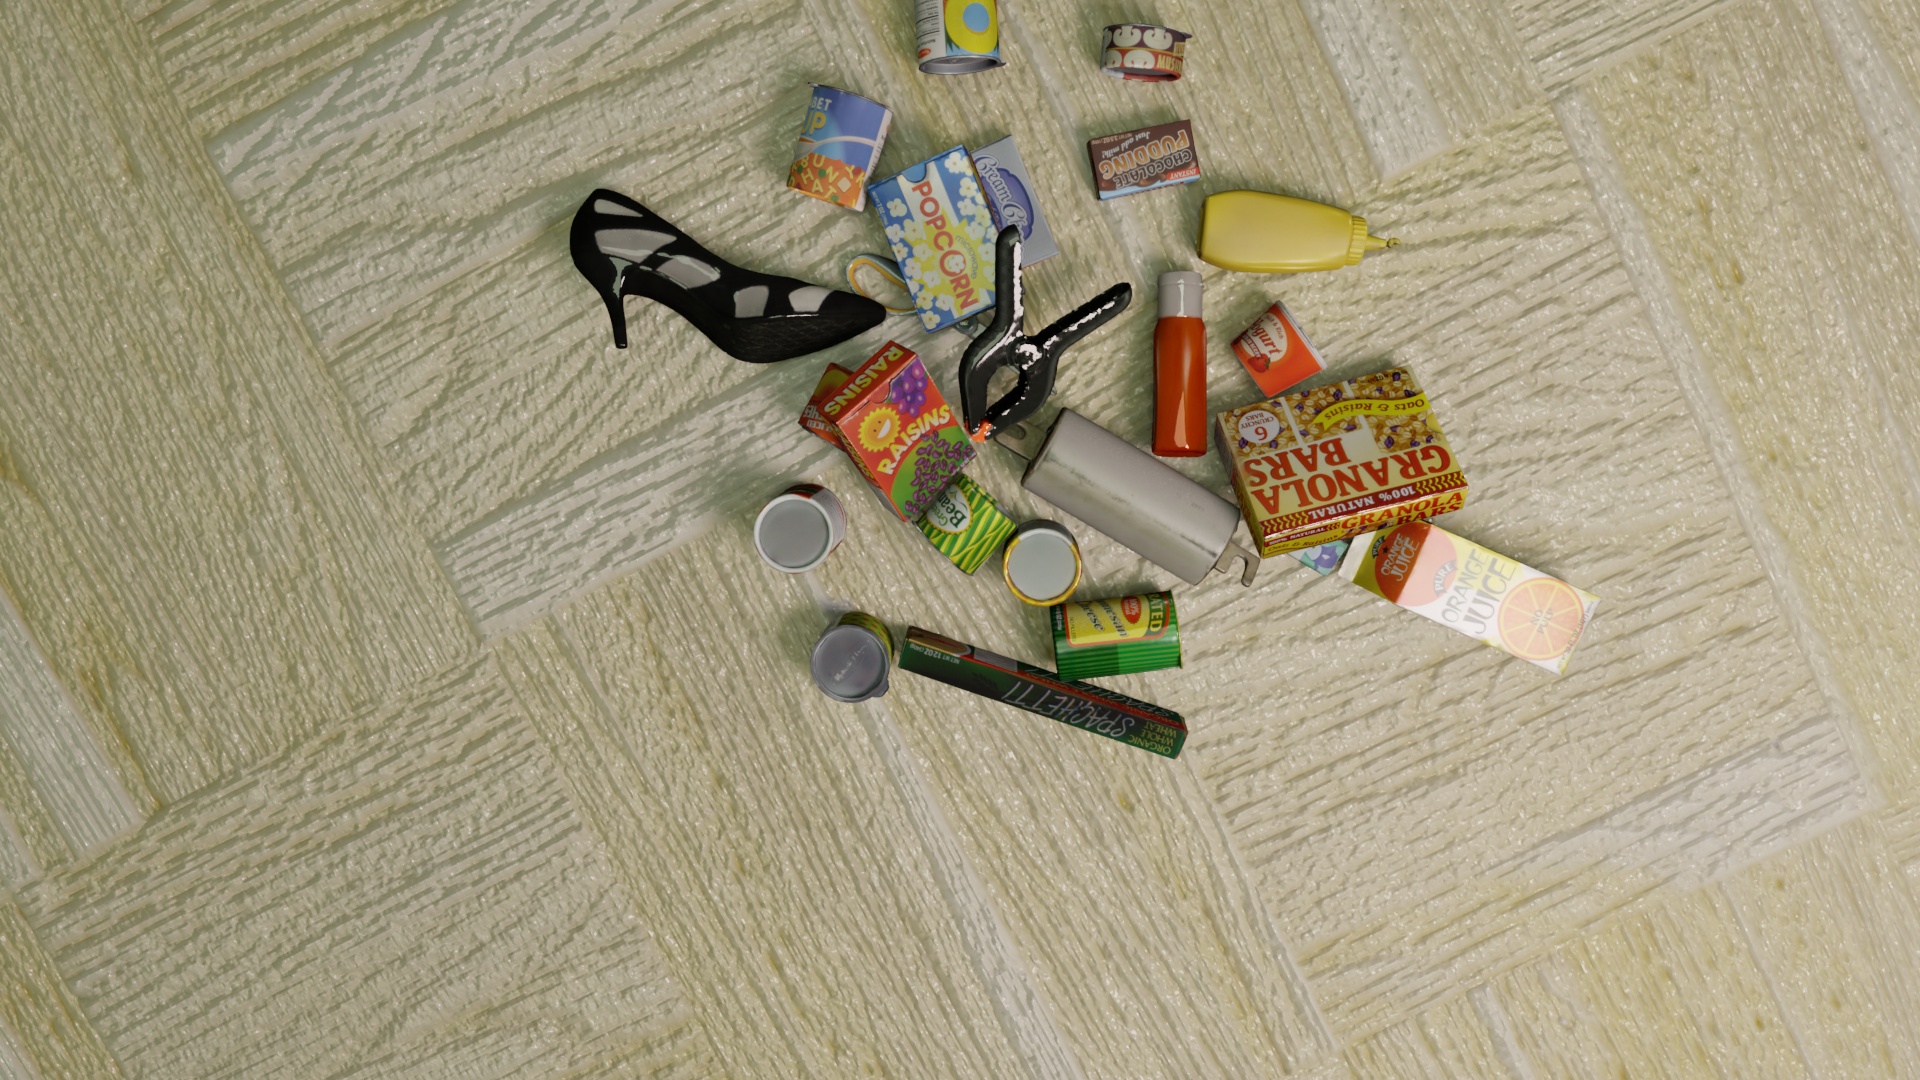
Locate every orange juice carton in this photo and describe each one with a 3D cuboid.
[{"bbox_3d":[0.410,0.035,1.138,0.193,0.073,0.071,23,98,-1],"label":"orange juice carton"}]

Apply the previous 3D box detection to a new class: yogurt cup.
[{"bbox_3d":[0.256,-0.153,1.125,0.054,0.072,0.072,-35,95,14],"label":"yogurt cup"}]

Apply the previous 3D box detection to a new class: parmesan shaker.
[{"bbox_3d":[0.128,0.081,1.155,0.103,0.071,0.071,-7,97,3],"label":"parmesan shaker"}]

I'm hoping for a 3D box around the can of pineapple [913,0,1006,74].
[{"bbox_3d":[-0.001,-0.405,1.100,0.071,0.071,0.057,-4,97,3],"label":"can of pineapple"}]

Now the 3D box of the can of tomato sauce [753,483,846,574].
[{"bbox_3d":[-0.133,-0.009,1.146,0.071,0.083,0.071,0,97,2],"label":"can of tomato sauce"}]

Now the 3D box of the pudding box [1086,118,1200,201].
[{"bbox_3d":[0.148,-0.307,1.125,0.084,0.030,0.049,-11,98,4],"label":"pudding box"}]

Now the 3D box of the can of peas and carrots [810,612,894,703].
[{"bbox_3d":[-0.088,0.099,1.171,0.071,0.059,0.071,0,98,2],"label":"can of peas and carrots"}]

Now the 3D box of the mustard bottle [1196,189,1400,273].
[{"bbox_3d":[0.273,-0.245,1.119,0.160,0.049,0.065,6,98,0],"label":"mustard bottle"}]

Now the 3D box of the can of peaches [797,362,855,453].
[{"bbox_3d":[-0.092,-0.107,1.139,0.071,0.071,0.058,29,97,-2],"label":"can of peaches"}]

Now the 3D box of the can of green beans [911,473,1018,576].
[{"bbox_3d":[0.006,-0.013,1.149,0.071,0.071,0.058,42,97,-4],"label":"can of green beans"}]

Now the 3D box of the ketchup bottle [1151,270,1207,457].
[{"bbox_3d":[0.179,-0.143,1.131,0.043,0.065,0.148,0,89,19],"label":"ketchup bottle"}]

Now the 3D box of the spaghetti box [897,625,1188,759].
[{"bbox_3d":[0.069,0.128,1.174,0.250,0.050,0.028,18,100,-1],"label":"spaghetti box"}]

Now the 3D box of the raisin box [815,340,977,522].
[{"bbox_3d":[-0.050,-0.086,1.111,0.086,0.040,0.123,-43,134,-11],"label":"raisin box"}]

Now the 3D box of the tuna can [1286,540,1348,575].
[{"bbox_3d":[0.283,-0.001,1.144,0.071,0.071,0.032,31,99,-2],"label":"tuna can"}]

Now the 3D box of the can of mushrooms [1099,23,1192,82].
[{"bbox_3d":[0.146,-0.384,1.096,0.071,0.071,0.033,6,99,1],"label":"can of mushrooms"}]

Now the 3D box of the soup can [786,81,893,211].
[{"bbox_3d":[-0.100,-0.315,1.113,0.071,0.071,0.083,18,98,0],"label":"soup can"}]

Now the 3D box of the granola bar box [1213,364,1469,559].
[{"bbox_3d":[0.301,-0.064,1.109,0.166,0.039,0.125,-14,59,0],"label":"granola bar box"}]

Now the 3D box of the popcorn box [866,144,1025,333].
[{"bbox_3d":[-0.010,-0.240,1.113,0.085,0.038,0.126,-21,97,12],"label":"popcorn box"}]

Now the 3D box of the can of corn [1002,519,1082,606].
[{"bbox_3d":[0.068,0.021,1.156,0.071,0.058,0.071,0,97,2],"label":"can of corn"}]

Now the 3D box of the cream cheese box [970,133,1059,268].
[{"bbox_3d":[0.037,-0.273,1.136,0.053,0.024,0.103,-22,96,4],"label":"cream cheese box"}]
